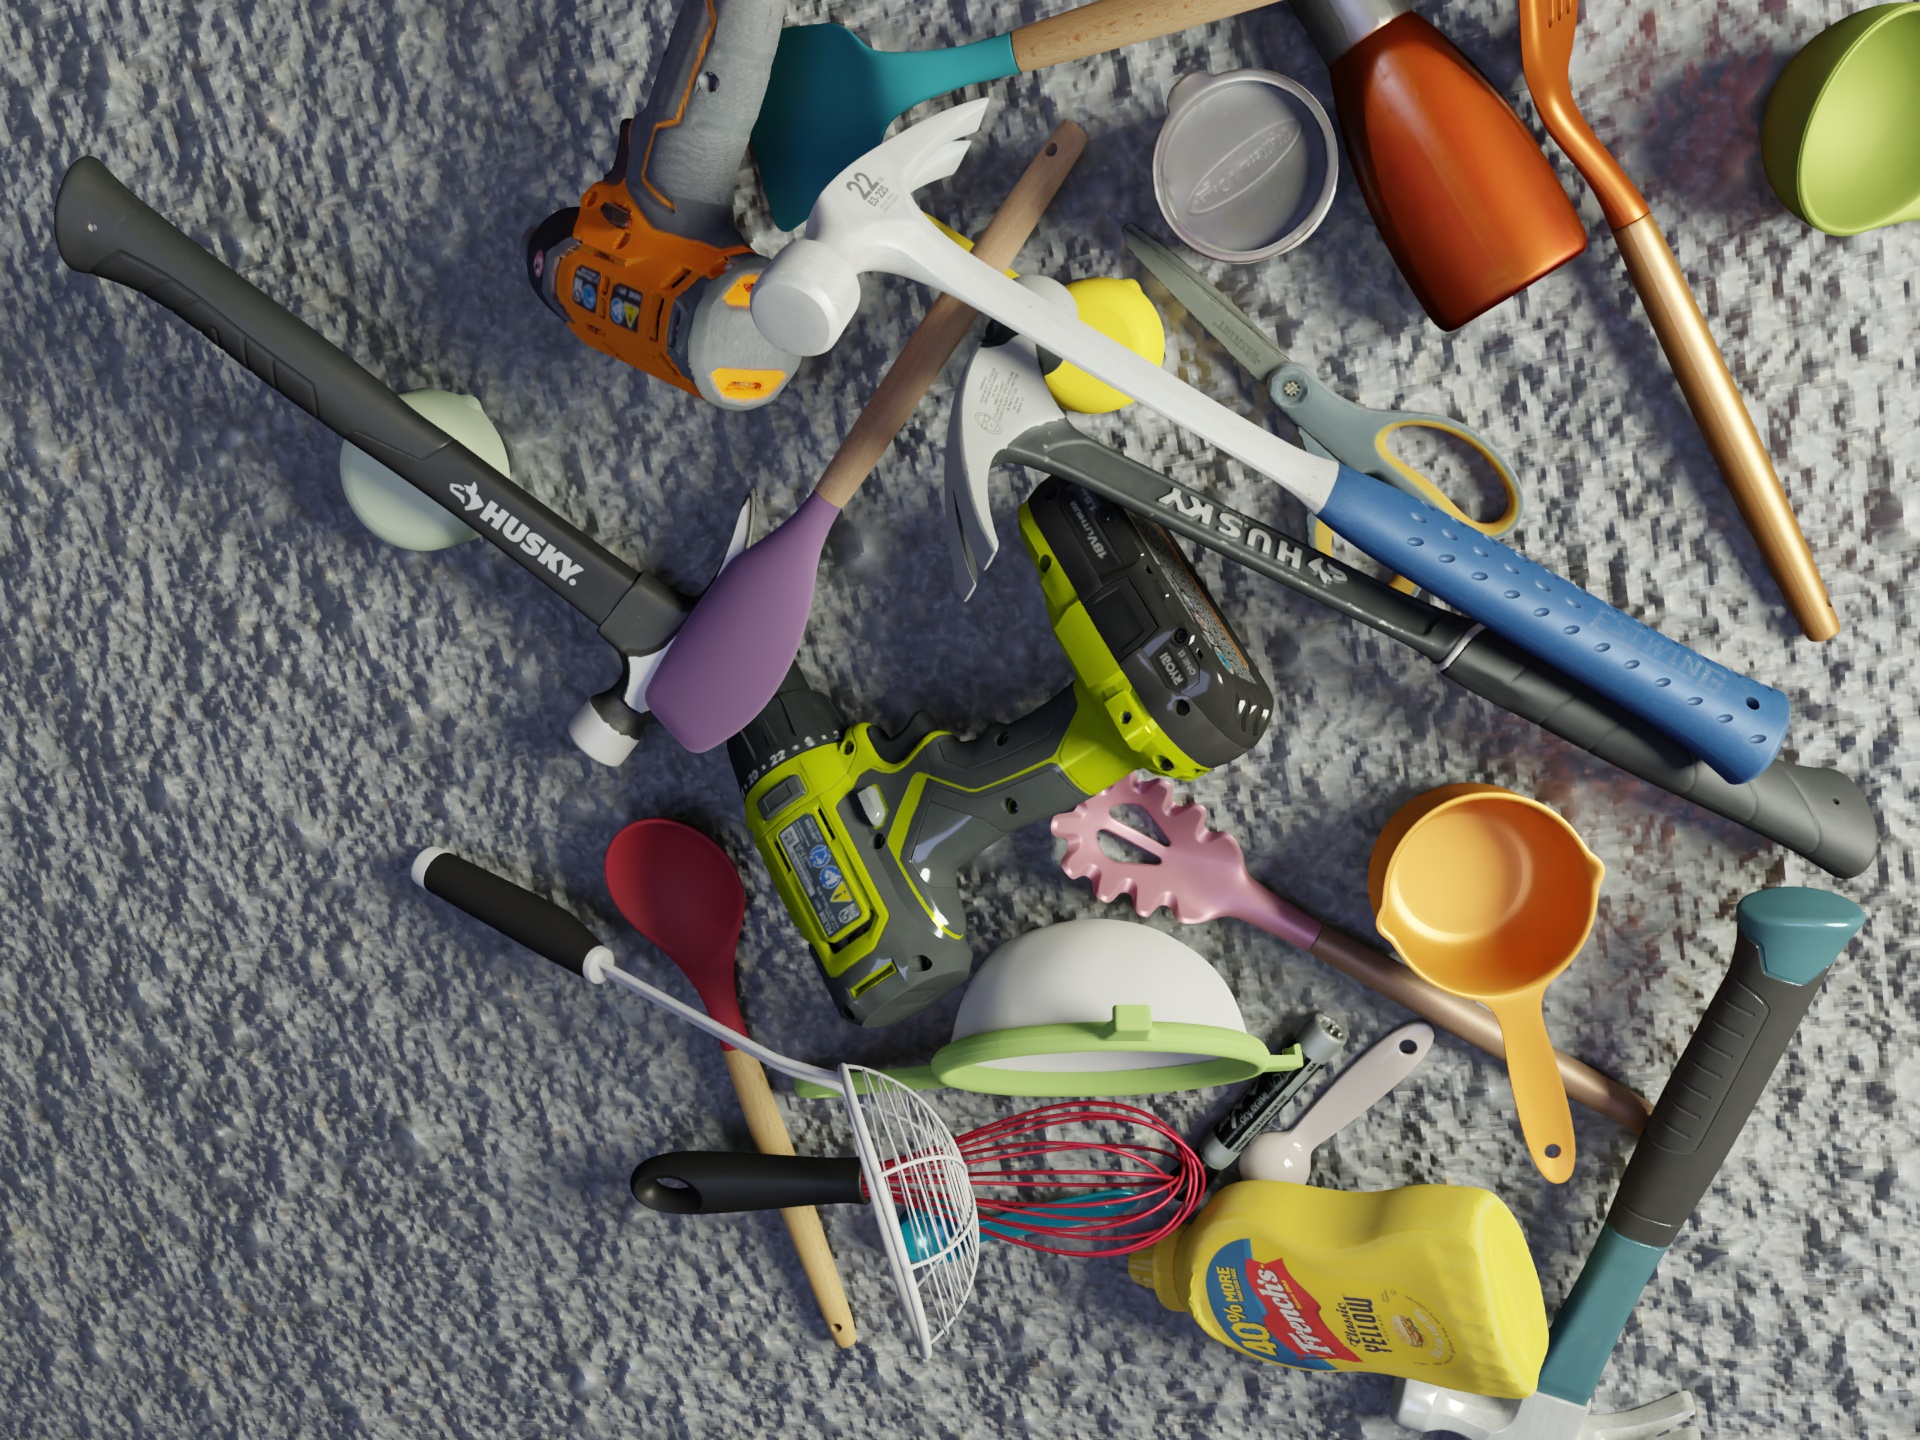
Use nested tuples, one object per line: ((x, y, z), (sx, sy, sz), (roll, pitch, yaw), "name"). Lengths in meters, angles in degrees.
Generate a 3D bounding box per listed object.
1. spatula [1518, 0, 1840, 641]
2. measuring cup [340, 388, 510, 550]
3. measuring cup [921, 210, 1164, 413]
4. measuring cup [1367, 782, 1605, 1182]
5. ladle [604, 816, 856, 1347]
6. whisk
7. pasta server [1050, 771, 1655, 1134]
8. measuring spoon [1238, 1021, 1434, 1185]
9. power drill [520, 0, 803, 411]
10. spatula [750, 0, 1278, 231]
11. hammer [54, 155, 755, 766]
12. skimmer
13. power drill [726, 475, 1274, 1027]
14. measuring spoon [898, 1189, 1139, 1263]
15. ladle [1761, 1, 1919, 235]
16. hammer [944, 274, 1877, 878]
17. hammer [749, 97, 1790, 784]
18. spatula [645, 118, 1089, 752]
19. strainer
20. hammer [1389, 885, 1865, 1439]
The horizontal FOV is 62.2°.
((0.272, -0.171, 0.600), (0.041, 0.081, 0.322), (-20, 107, 43), "spatula")
((-0.222, -0.091, 0.755), (0.167, 0.038, 0.083), (37, 112, 3), "measuring cup")
((0.014, -0.183, 0.672), (0.156, 0.029, 0.062), (31, 111, 2), "measuring cup")
((0.230, 0.110, 0.683), (0.095, 0.052, 0.173), (-16, 98, 4), "measuring cup")
((-0.106, 0.190, 0.819), (0.069, 0.031, 0.315), (-13, 105, 16), "ladle")
((-0.027, 0.225, 0.781), (0.296, 0.073, 0.073), (-6, 105, 16), "whisk")
((0.184, 0.112, 0.714), (0.316, 0.040, 0.060), (29, 93, 3), "pasta server")
((0.177, 0.185, 0.748), (0.034, 0.018, 0.124), (40, 112, 0), "measuring spoon")
((-0.119, -0.257, 0.645), (0.164, 0.084, 0.226), (29, 116, 37), "power drill")
((0.049, -0.267, 0.615), (0.317, 0.044, 0.082), (-8, 101, 21), "spatula")
((-0.245, -0.129, 0.709), (0.334, 0.035, 0.146), (38, 106, -14), "hammer")
((-0.142, 0.162, 0.745), (0.363, 0.090, 0.127), (24, 145, 23), "skimmer")
((-0.001, -0.002, 0.690), (0.228, 0.080, 0.191), (-36, 68, 19), "power drill")
((0.028, 0.248, 0.810), (0.128, 0.021, 0.042), (-14, 127, 9), "measuring spoon")
((0.432, -0.156, 0.560), (0.320, 0.062, 0.078), (28, 109, 2), "ladle")
((0.180, -0.034, 0.620), (0.409, 0.149, 0.036), (25, 142, -6), "hammer")
((0.129, -0.096, 0.594), (0.405, 0.144, 0.035), (29, 143, -4), "hammer")
((-0.041, -0.114, 0.680), (0.060, 0.018, 0.316), (43, 108, 23), "spatula")
((0.020, 0.138, 0.749), (0.256, 0.151, 0.069), (-14, 66, 35), "strainer")
((0.303, 0.213, 0.700), (0.128, 0.033, 0.330), (17, 117, 8), "hammer")
